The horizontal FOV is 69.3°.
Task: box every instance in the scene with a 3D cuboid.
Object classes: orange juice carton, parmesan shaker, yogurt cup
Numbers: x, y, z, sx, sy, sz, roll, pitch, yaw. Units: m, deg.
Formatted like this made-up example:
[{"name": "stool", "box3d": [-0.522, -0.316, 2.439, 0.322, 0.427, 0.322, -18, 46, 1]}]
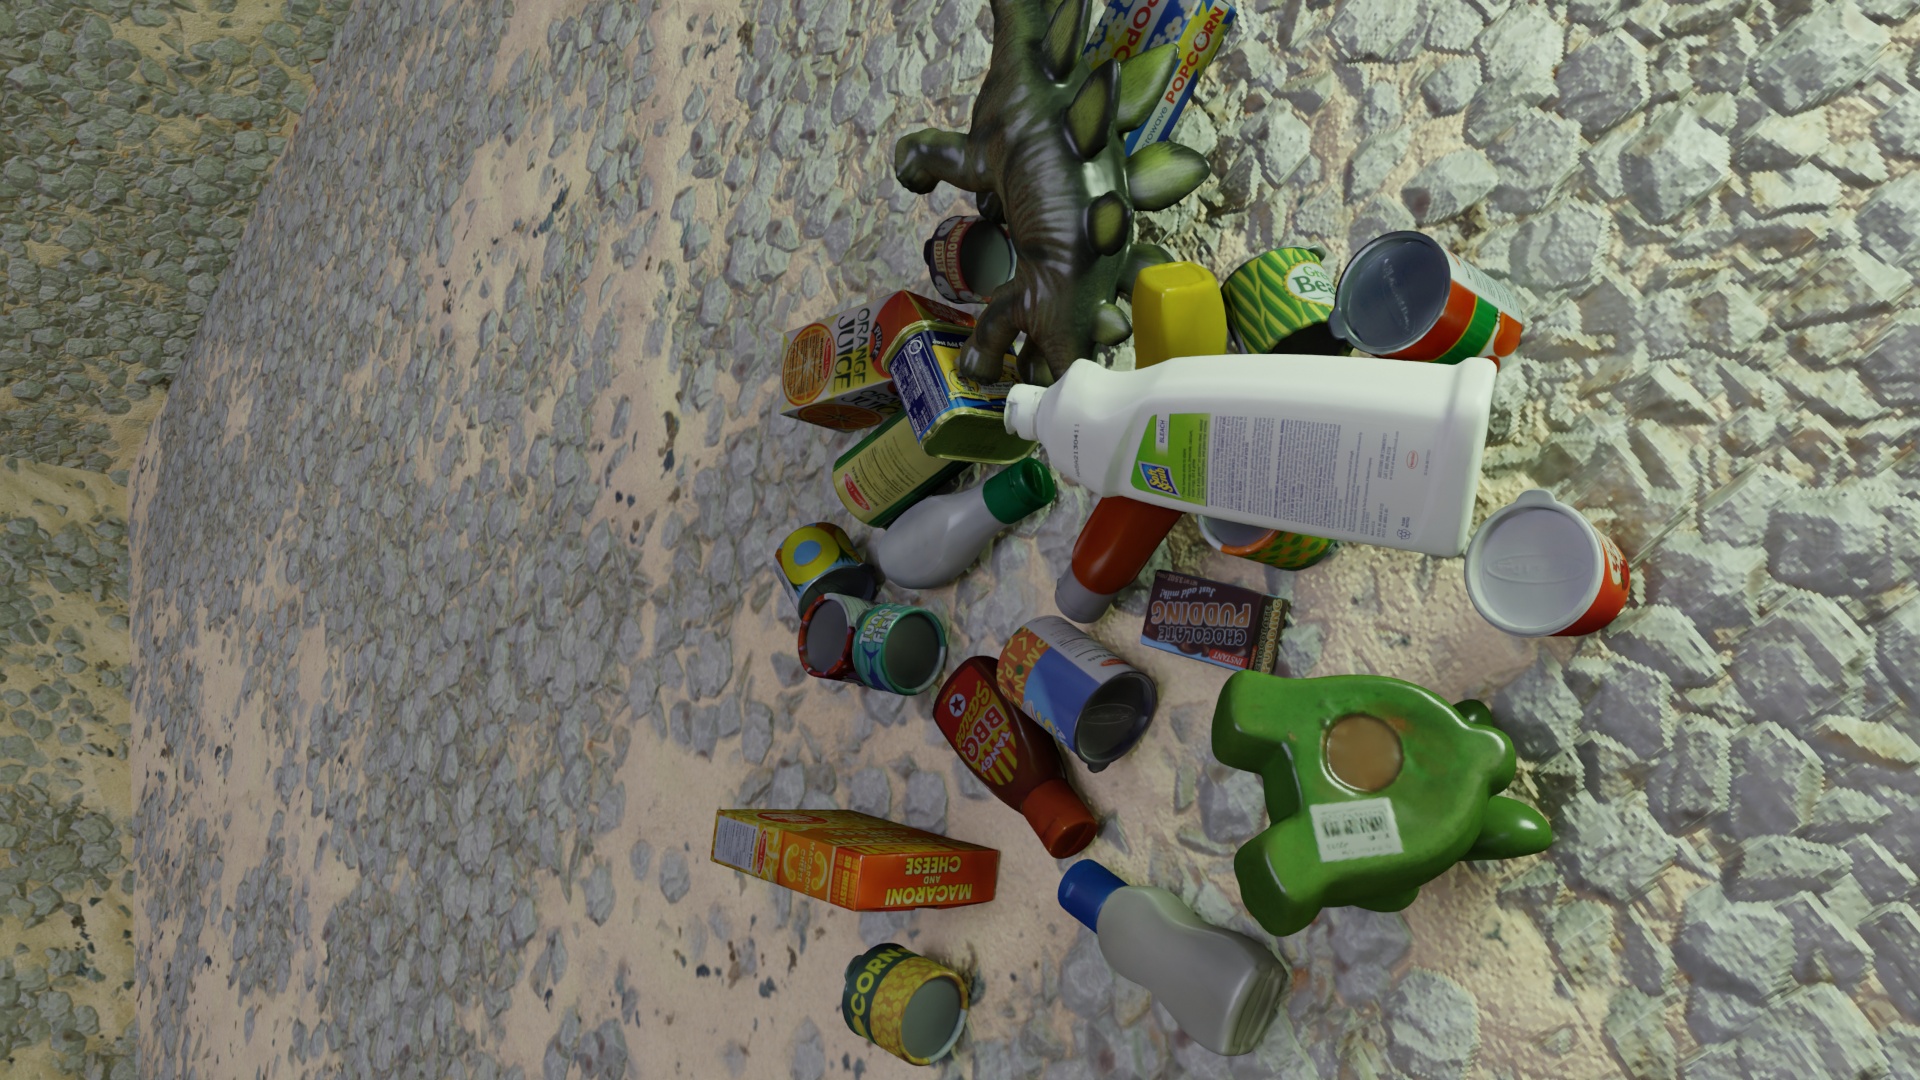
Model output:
[{"name": "orange juice carton", "box3d": [-0.056, -0.141, 1.085, 0.192, 0.072, 0.073, -10, 73, 45]}, {"name": "parmesan shaker", "box3d": [-0.038, -0.060, 1.050, 0.102, 0.071, 0.071, -34, 57, 35]}, {"name": "yogurt cup", "box3d": [0.292, 0.017, 0.684, 0.072, 0.054, 0.072, -15, 69, 44]}]

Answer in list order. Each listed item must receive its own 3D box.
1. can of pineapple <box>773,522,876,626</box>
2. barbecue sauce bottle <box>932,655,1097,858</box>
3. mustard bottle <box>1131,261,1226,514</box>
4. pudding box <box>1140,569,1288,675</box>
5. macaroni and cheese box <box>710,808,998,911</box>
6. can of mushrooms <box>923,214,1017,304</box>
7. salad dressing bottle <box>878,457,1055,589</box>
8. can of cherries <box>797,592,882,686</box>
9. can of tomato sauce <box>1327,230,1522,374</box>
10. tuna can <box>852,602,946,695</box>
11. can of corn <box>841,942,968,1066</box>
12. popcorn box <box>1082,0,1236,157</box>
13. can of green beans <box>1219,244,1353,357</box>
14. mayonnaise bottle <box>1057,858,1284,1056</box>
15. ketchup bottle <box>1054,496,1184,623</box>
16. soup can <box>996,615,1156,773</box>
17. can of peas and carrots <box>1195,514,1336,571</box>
[{"name": "can of pineapple", "box3d": [-0.106, 0.027, 1.098, 0.070, 0.071, 0.058, -55, 46, 22]}, {"name": "barbecue sauce bottle", "box3d": [0.038, 0.146, 0.928, 0.064, 0.044, 0.149, -57, 46, 20]}, {"name": "mustard bottle", "box3d": [0.137, -0.088, 0.854, 0.065, 0.049, 0.159, -113, 13, -59]}, {"name": "pudding box", "box3d": [0.153, 0.050, 0.842, 0.084, 0.030, 0.049, 14, 91, 48]}, {"name": "macaroni and cheese box", "box3d": [-0.075, 0.221, 0.969, 0.166, 0.124, 0.040, 3, 85, 47]}, {"name": "can of mushrooms", "box3d": [0.009, -0.210, 1.035, 0.033, 0.071, 0.071, 10, 87, 46]}, {"name": "salad dressing bottle", "box3d": [0.004, -0.013, 1.008, 0.147, 0.044, 0.064, -30, 57, 37]}, {"name": "can of cherries", "box3d": [-0.084, 0.079, 1.064, 0.071, 0.058, 0.071, -15, 69, 43]}, {"name": "can of tomato sauce", "box3d": [0.250, -0.120, 0.745, 0.071, 0.083, 0.071, -15, 69, 44]}, {"name": "tuna can", "box3d": [-0.045, 0.078, 1.015, 0.033, 0.071, 0.071, 5, 83, 46]}, {"name": "can of corn", "box3d": [-0.038, 0.313, 0.943, 0.058, 0.071, 0.071, 8, 85, 47]}, {"name": "popcorn box", "box3d": [0.125, -0.330, 0.969, 0.085, 0.038, 0.126, 45, 113, 44]}, {"name": "can of green beans", "box3d": [0.193, -0.130, 0.821, 0.071, 0.071, 0.058, -40, 54, 33]}, {"name": "mayonnaise bottle", "box3d": [0.118, 0.238, 0.820, 0.148, 0.041, 0.064, 27, 98, 48]}, {"name": "ketchup bottle", "box3d": [0.098, -0.001, 0.864, 0.148, 0.043, 0.065, 116, 170, -51]}, {"name": "soup can", "box3d": [0.072, 0.097, 0.888, 0.084, 0.071, 0.071, 34, 105, 46]}, {"name": "can of peas and carrots", "box3d": [0.182, -0.020, 0.809, 0.071, 0.059, 0.071, -14, 70, 44]}]
